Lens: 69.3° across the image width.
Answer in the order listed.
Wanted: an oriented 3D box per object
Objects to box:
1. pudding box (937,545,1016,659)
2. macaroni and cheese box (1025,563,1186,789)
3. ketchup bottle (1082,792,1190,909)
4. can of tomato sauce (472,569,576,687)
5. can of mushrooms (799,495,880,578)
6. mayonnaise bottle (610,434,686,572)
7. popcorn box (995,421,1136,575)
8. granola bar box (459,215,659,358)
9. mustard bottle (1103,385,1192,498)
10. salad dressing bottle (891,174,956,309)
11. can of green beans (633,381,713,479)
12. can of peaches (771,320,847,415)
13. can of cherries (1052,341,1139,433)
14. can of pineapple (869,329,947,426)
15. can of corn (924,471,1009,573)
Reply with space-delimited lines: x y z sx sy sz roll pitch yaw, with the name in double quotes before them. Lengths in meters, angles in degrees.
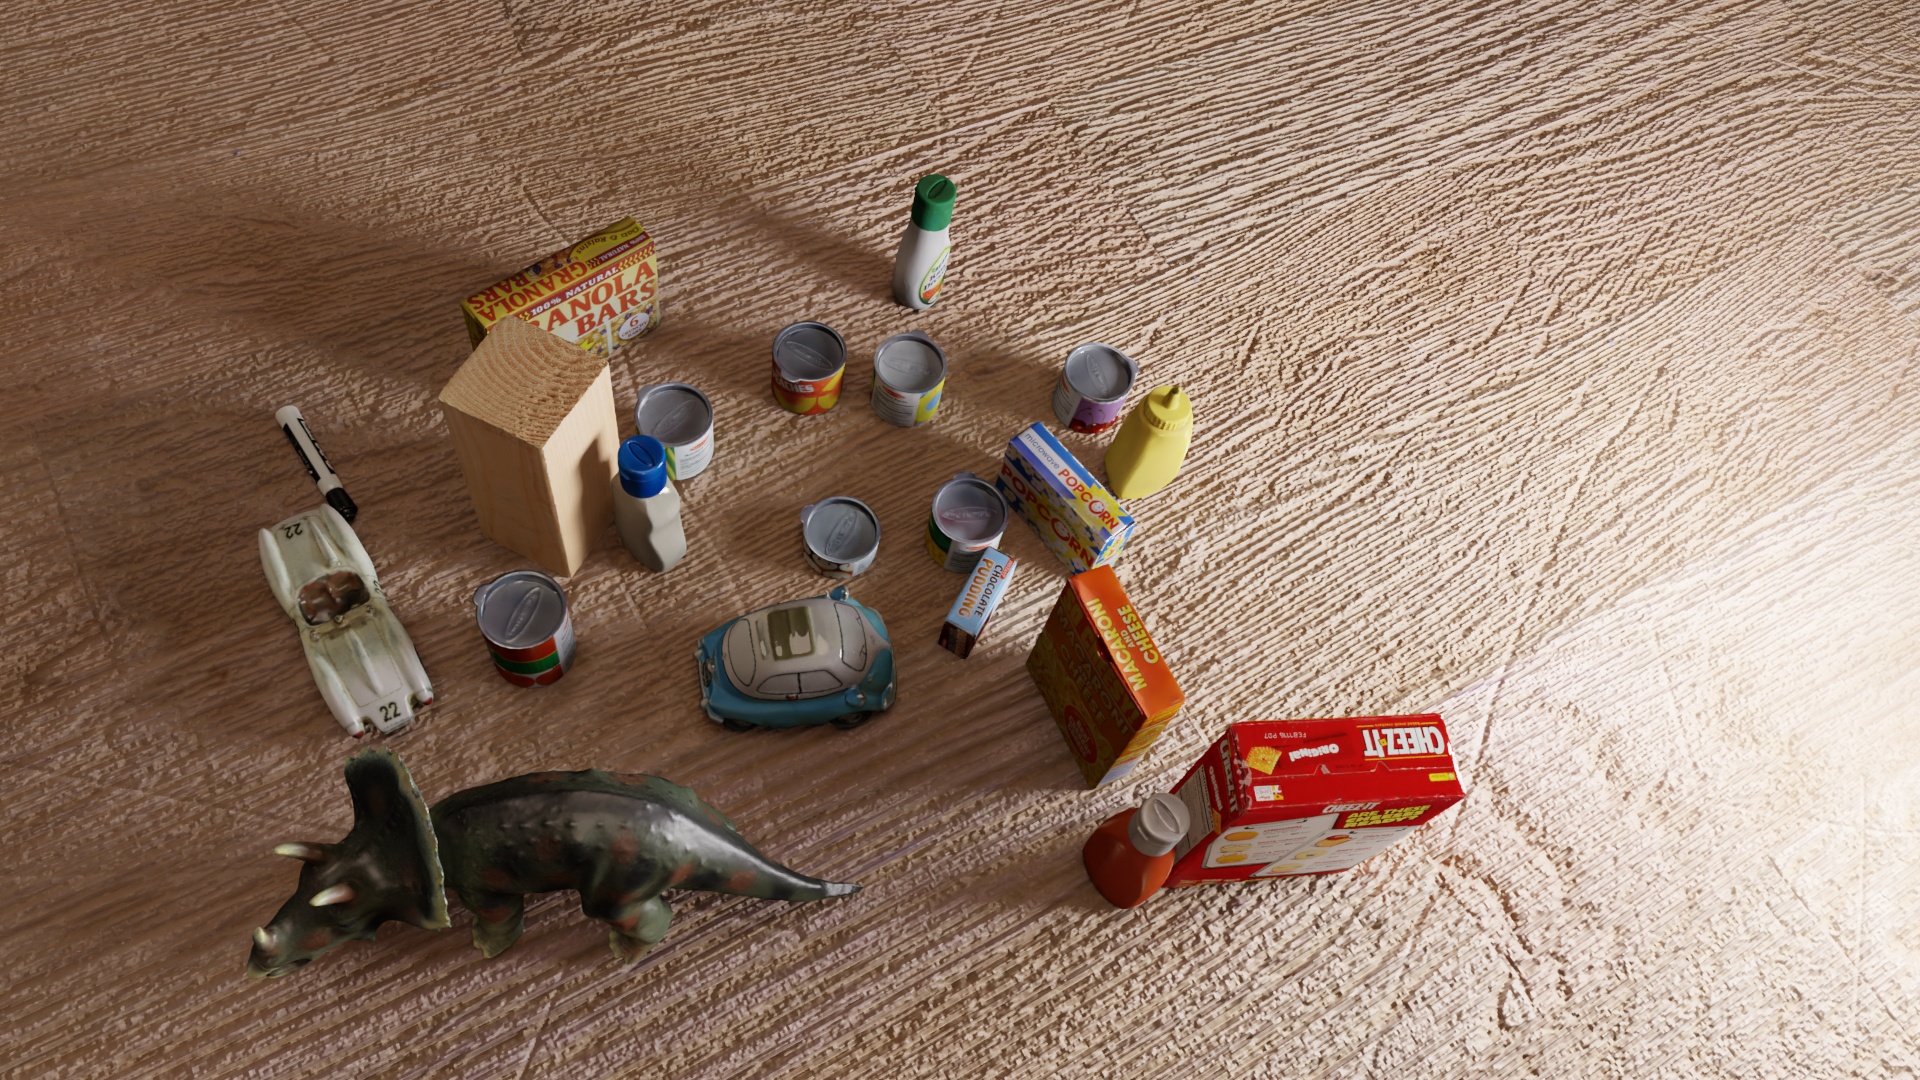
"pudding box" 0.015 0.052 1.172 0.030 0.049 0.084 28 61 6
"macaroni and cheese box" 0.109 0.111 1.089 0.040 0.165 0.124 -20 67 -19
"ketchup bottle" 0.133 0.229 1.039 0.044 0.148 0.065 -28 70 -22
"can of tomato sauce" -0.339 0.070 1.084 0.071 0.082 0.071 4 61 -7
"can of mushrooms" -0.105 -0.004 1.192 0.071 0.033 0.071 4 61 -7
"mayonnaise bottle" -0.252 -0.031 1.116 0.065 0.147 0.041 42 63 13
"popcorn box" 0.088 -0.032 1.210 0.038 0.084 0.127 -35 72 -24
"granola bar box" -0.341 -0.196 1.205 0.166 0.123 0.039 -35 73 -24
"mustard bottle" 0.171 -0.093 1.214 0.065 0.159 0.049 -16 66 -17
"salad dressing bottle" -0.032 -0.276 1.287 0.044 0.147 0.064 33 62 9
"can of green beans" -0.247 -0.094 1.203 0.071 0.057 0.071 4 61 -7
"can of peaches" -0.139 -0.153 1.254 0.071 0.057 0.071 4 61 -7
"can of cherries" 0.125 -0.141 1.291 0.071 0.058 0.072 4 61 -7
"can of pineapple" -0.047 -0.147 1.265 0.071 0.057 0.071 4 61 -7
"can of corn" 0.004 -0.015 1.202 0.071 0.058 0.071 4 61 -7
